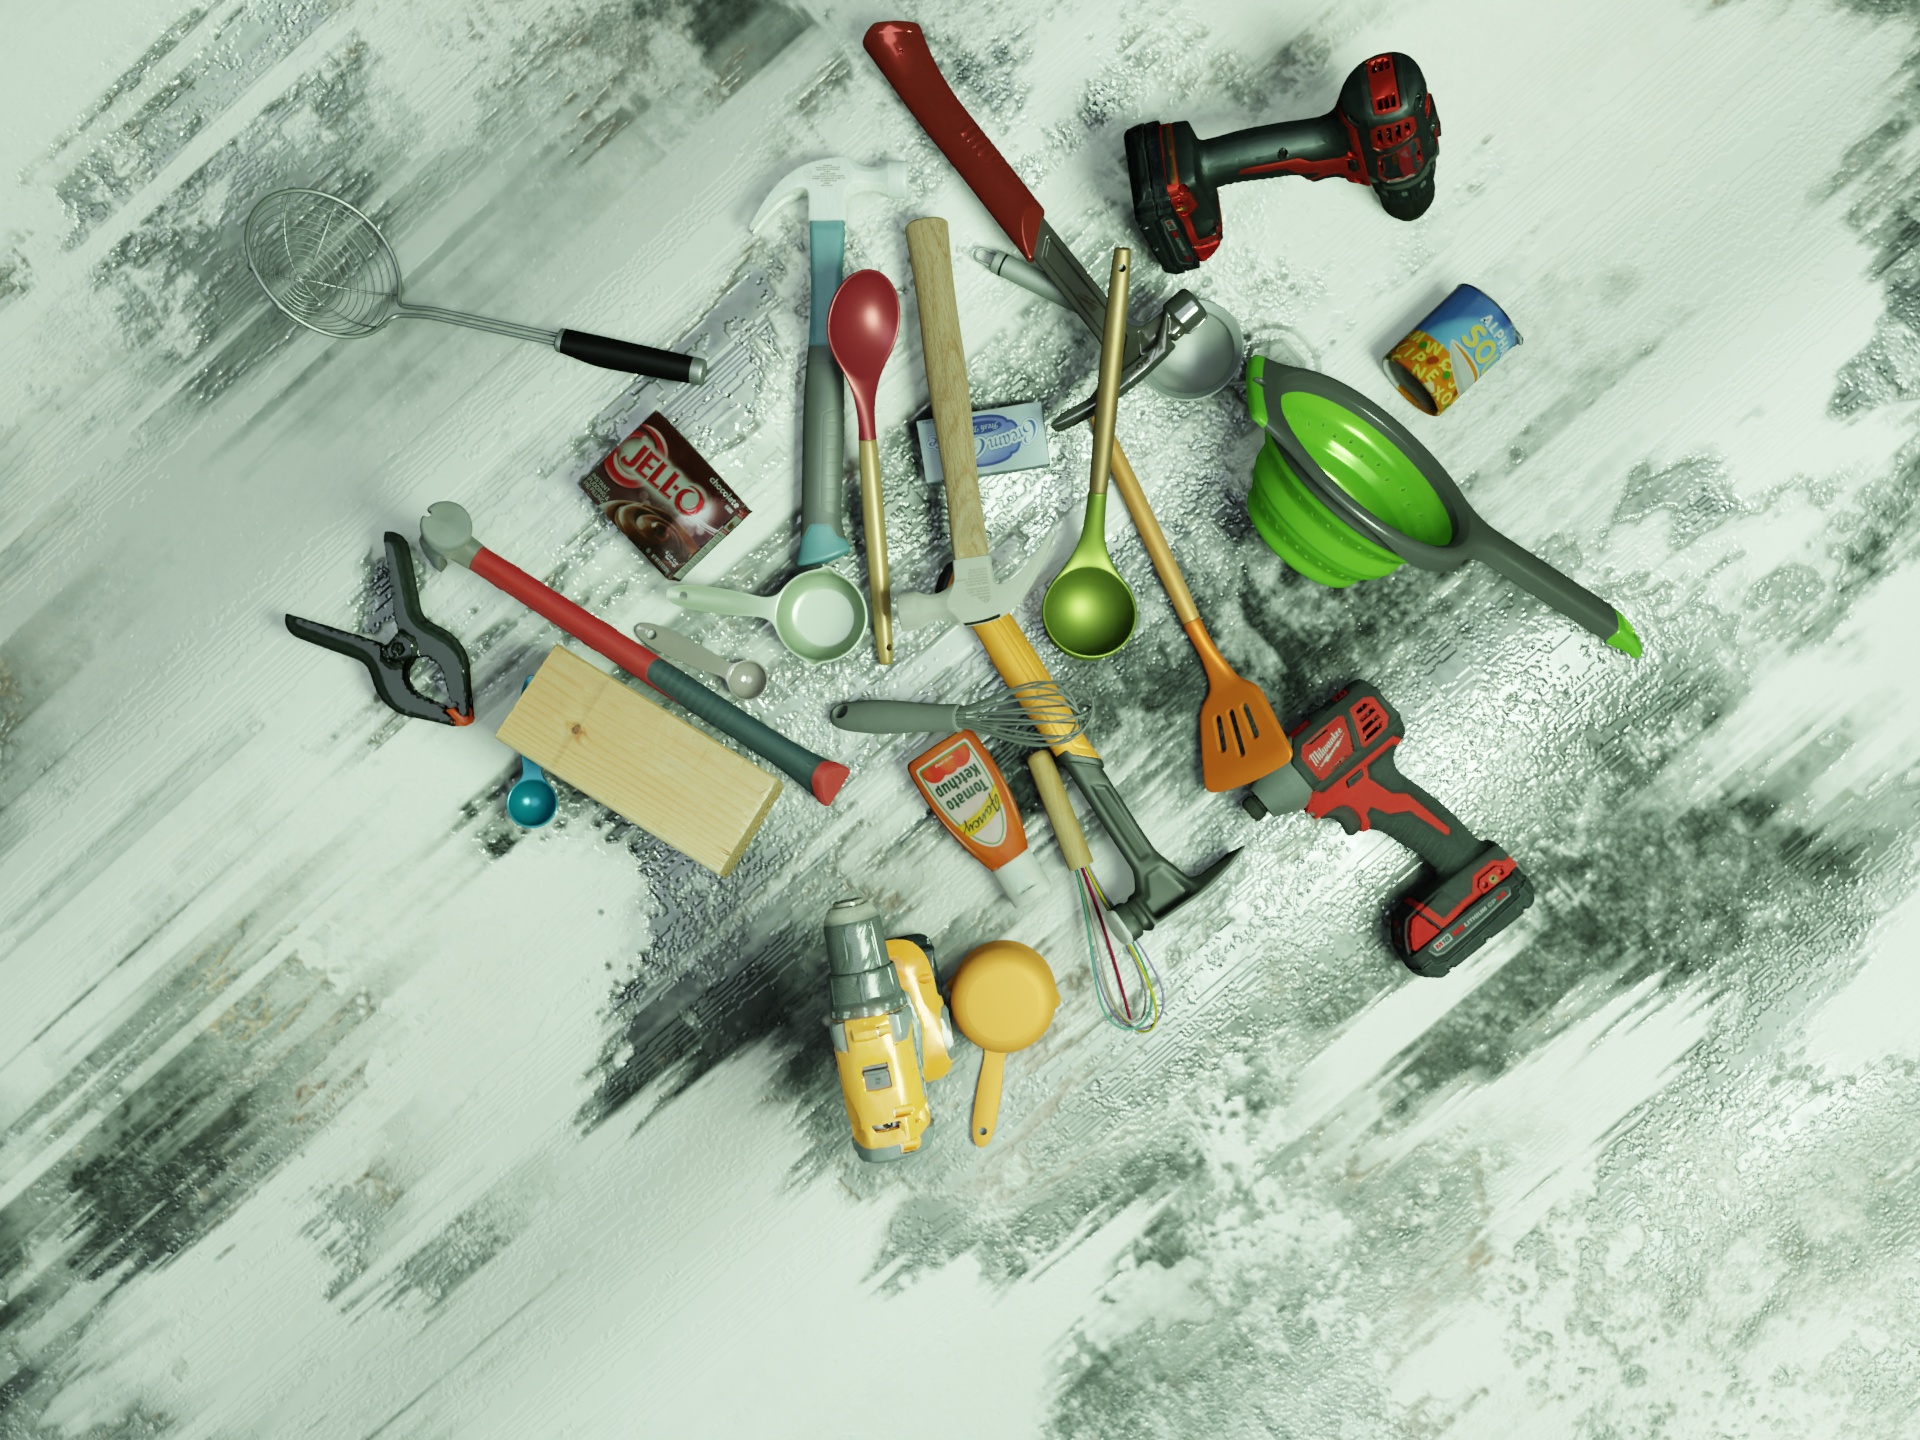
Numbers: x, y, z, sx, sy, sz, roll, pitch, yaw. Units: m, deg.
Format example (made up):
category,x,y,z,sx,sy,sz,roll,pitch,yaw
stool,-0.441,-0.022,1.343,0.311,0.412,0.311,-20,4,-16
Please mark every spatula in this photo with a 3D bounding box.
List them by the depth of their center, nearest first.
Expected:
category,x,y,z,sx,sy,sz,roll,pitch,yaw
spatula,0.174,-0.101,1.288,0.081,0.041,0.322,-26,88,32

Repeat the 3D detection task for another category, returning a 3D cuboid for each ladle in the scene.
category,x,y,z,sx,sy,sz,roll,pitch,yaw
ladle,0.111,-0.200,1.233,0.078,0.062,0.320,2,113,-6
ladle,-0.071,-0.200,1.284,0.069,0.031,0.315,-12,104,-34

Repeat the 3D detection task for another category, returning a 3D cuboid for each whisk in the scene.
category,x,y,z,sx,sy,sz,roll,pitch,yaw
whisk,-0.002,-0.005,1.262,0.239,0.055,0.055,0,92,28
whisk,0.104,0.141,1.300,0.051,0.047,0.245,-21,86,-9

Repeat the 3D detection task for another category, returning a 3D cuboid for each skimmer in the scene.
category,x,y,z,sx,sy,sz,roll,pitch,yaw
skimmer,-0.385,-0.339,1.285,0.363,0.090,0.127,13,61,0

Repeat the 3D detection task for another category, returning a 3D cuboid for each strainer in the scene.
category,x,y,z,sx,sy,sz,roll,pitch,yaw
strainer,0.125,-0.326,1.287,0.258,0.050,0.087,28,86,7

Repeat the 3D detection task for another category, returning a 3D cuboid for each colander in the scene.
category,x,y,z,sx,sy,sz,roll,pitch,yaw
colander,0.360,-0.132,1.253,0.397,0.205,0.094,29,127,-14

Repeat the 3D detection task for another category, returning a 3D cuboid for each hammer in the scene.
category,x,y,z,sx,sy,sz,roll,pitch,yaw
hammer,0.031,-0.409,1.271,0.149,0.036,0.359,-38,83,9
hammer,-0.004,-0.241,1.273,0.130,0.031,0.331,-8,85,4
hammer,0.091,0.008,1.289,0.127,0.034,0.337,-32,85,-18
hammer,-0.262,-0.046,1.294,0.386,0.143,0.038,34,77,-10
hammer,-0.110,-0.292,1.302,0.128,0.033,0.331,1,91,2

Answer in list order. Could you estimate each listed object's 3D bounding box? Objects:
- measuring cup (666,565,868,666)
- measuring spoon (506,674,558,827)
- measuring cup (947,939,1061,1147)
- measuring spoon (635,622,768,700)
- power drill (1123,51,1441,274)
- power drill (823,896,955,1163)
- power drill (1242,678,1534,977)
category,x,y,z,sx,sy,sz,roll,pitch,yaw
measuring cup,-0.157,-0.092,1.308,0.167,0.038,0.083,9,92,4
measuring spoon,-0.357,0.027,1.332,0.042,0.021,0.129,-1,82,-4
measuring cup,0.029,0.268,1.298,0.095,0.052,0.173,9,90,2
measuring spoon,-0.215,-0.051,1.324,0.124,0.018,0.034,25,86,9
power drill,0.257,-0.419,1.230,0.227,0.187,0.080,-10,77,20
power drill,-0.060,0.217,1.214,0.084,0.226,0.185,-12,91,3
power drill,0.336,0.091,1.271,0.143,0.078,0.220,-39,87,3
